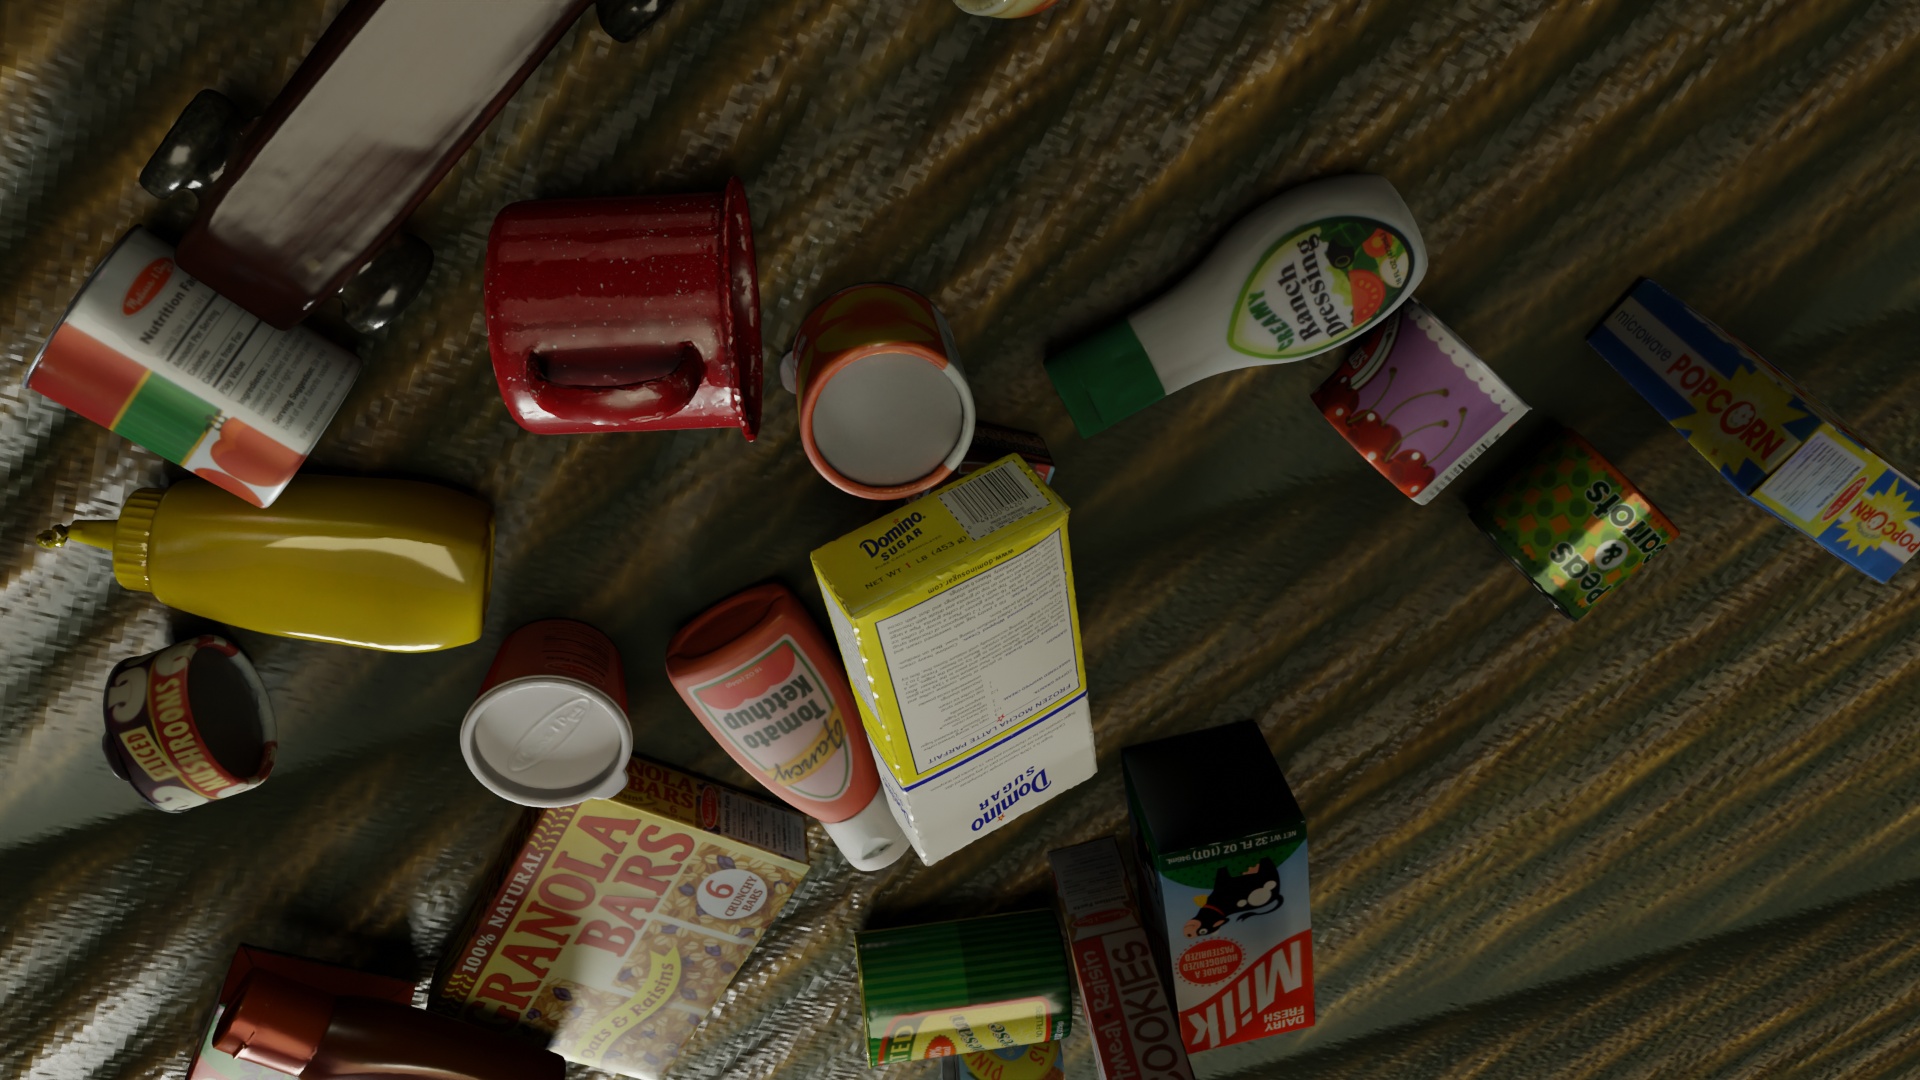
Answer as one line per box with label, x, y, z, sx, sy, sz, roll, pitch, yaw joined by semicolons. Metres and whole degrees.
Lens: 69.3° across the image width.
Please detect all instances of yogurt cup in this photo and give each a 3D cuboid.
yogurt cup;-0.172;0.070;0.588;0.072;0.054;0.072;-4;122;-7

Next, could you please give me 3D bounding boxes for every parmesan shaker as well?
parmesan shaker;0.001;0.225;0.705;0.103;0.071;0.071;-6;122;-6

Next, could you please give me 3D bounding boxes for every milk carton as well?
milk carton;0.133;0.192;0.705;0.072;0.074;0.189;-13;123;-2

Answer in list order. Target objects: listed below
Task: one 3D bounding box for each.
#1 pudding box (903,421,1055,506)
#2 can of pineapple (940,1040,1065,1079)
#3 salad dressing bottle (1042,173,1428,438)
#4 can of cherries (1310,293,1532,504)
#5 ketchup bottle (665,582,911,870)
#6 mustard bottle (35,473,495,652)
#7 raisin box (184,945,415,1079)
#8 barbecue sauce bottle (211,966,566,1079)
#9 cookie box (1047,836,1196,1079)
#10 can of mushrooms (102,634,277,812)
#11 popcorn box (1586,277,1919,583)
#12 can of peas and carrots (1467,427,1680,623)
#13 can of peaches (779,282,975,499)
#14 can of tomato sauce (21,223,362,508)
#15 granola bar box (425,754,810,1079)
pudding box;0.002;-0.007;0.585;0.050;0.030;0.083;12;119;-18
can of pineapple;0.022;0.285;0.747;0.058;0.071;0.070;-2;122;-9
salad dressing bottle;0.105;-0.089;0.545;0.147;0.044;0.064;-27;123;8
can of cherries;0.185;-0.059;0.566;0.071;0.072;0.058;34;112;-26
ketchup bottle;-0.069;0.089;0.625;0.065;0.044;0.148;-28;122;3
mustard bottle;-0.264;0.004;0.534;0.160;0.049;0.065;8;121;-14
raisin box;-0.335;0.264;0.689;0.086;0.040;0.123;20;115;-22
barbecue sauce bottle;-0.262;0.239;0.638;0.148;0.044;0.064;32;119;-25
cookie box;0.084;0.249;0.675;0.040;0.168;0.122;-14;122;0
can of mushrooms;-0.308;0.074;0.557;0.033;0.071;0.070;-18;123;-1
popcorn box;0.320;-0.048;0.558;0.085;0.127;0.038;25;118;-23
can of peas and carrots;0.269;-0.006;0.608;0.071;0.071;0.058;35;110;-26
can of peaches;-0.033;-0.057;0.532;0.071;0.058;0.071;-5;122;-8
can of tomato sauce;-0.266;-0.059;0.487;0.083;0.071;0.071;34;111;-27
granola bar box;-0.165;0.180;0.666;0.124;0.039;0.165;24;115;-21
